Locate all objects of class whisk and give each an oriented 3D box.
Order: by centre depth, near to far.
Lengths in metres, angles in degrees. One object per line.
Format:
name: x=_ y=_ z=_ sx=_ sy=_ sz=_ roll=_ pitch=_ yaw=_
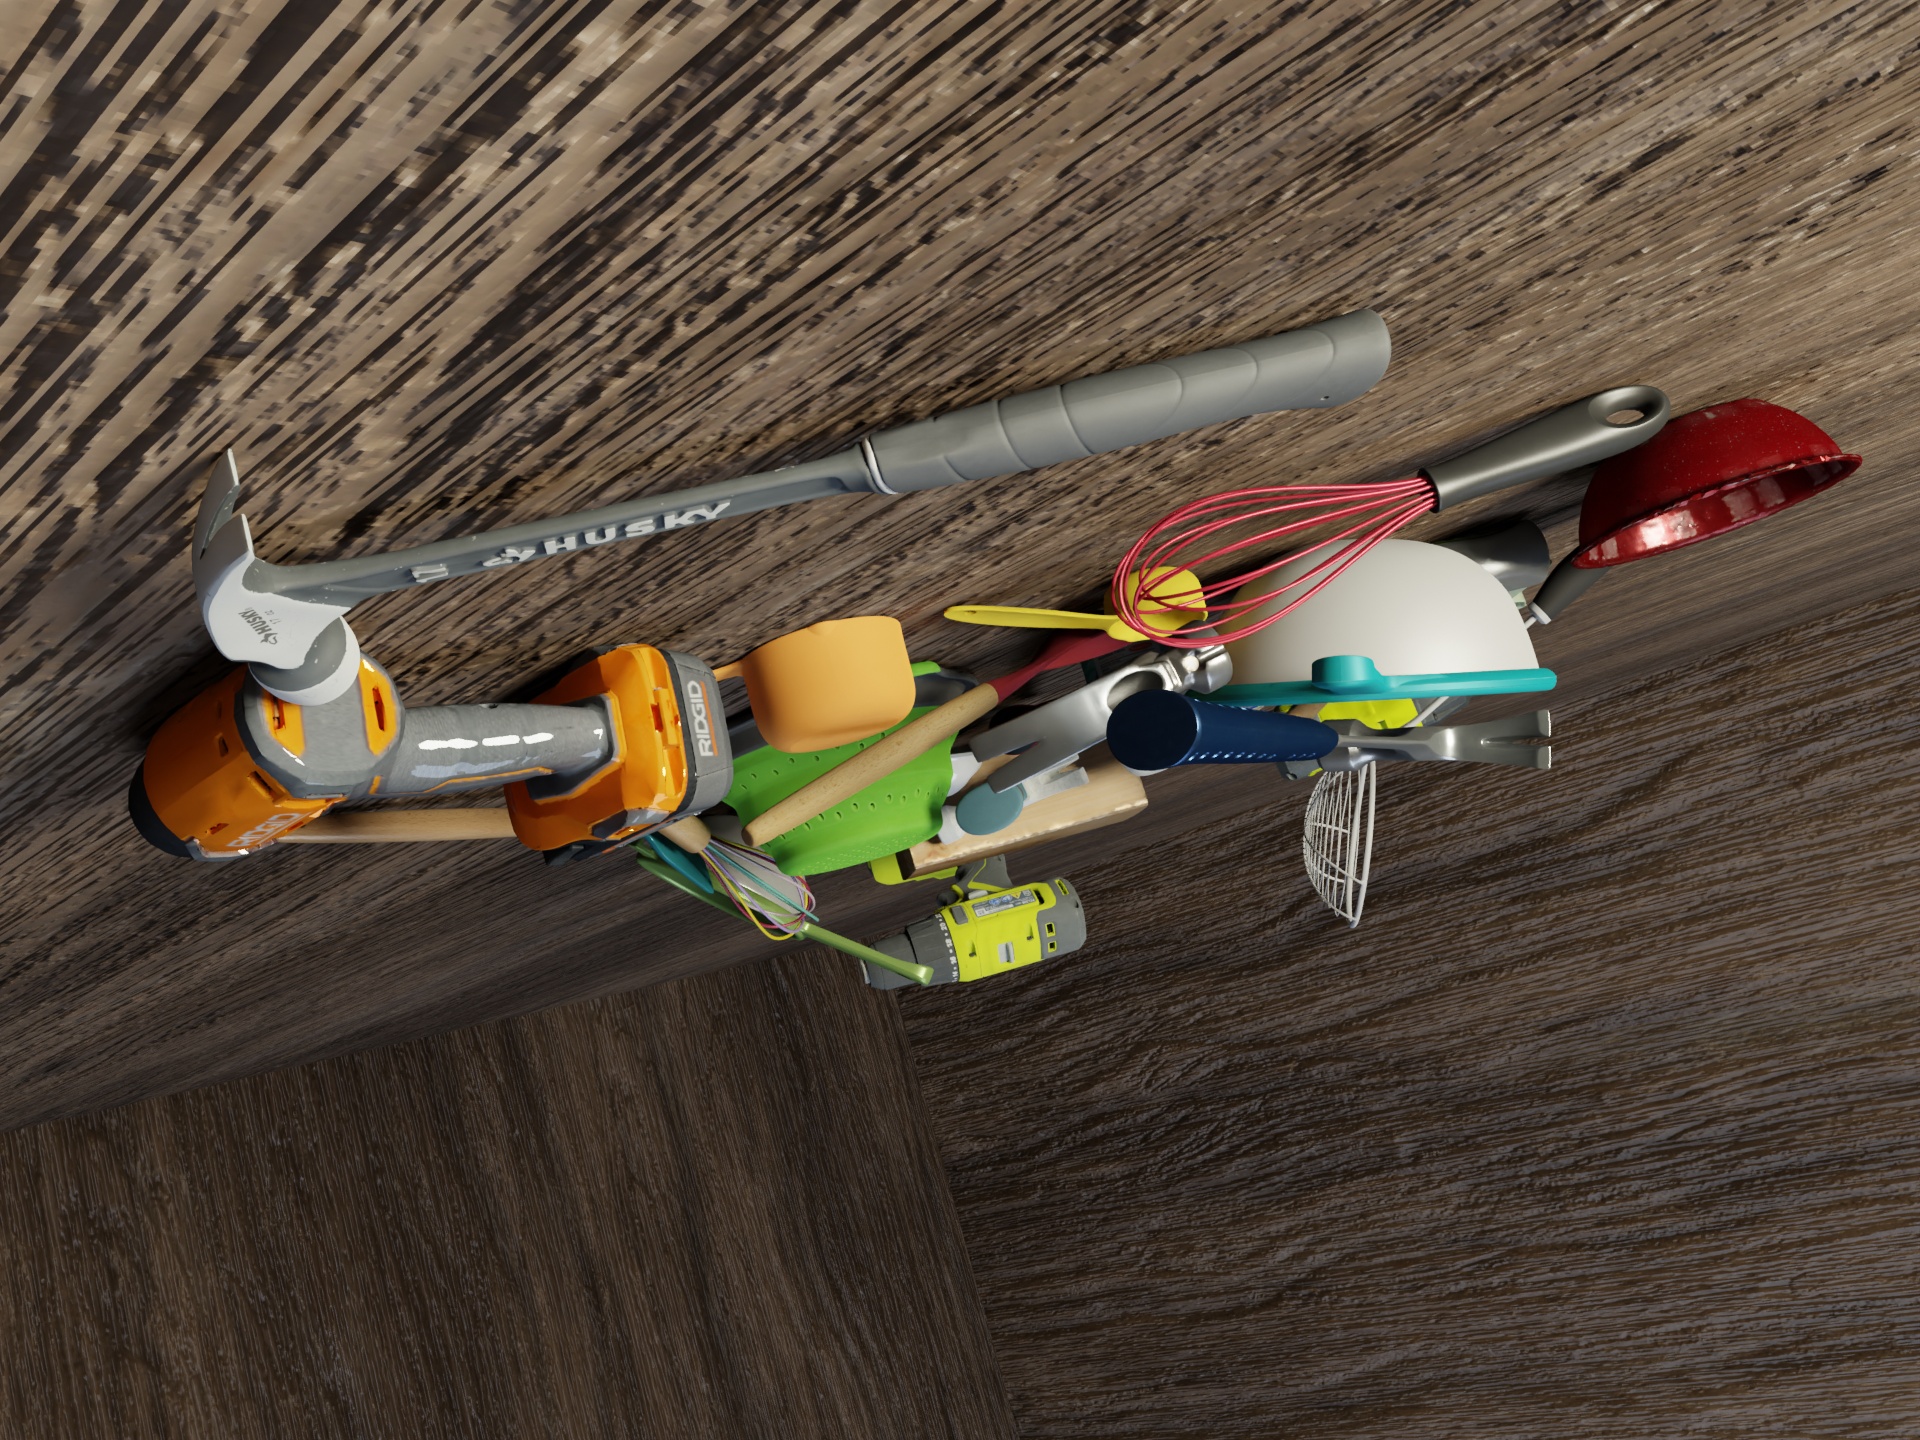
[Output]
whisk: x=0.213 y=-0.105 z=0.782 sx=0.296 sy=0.073 sz=0.073 roll=-21 pitch=171 yaw=-3
whisk: x=-0.164 y=0.091 z=1.065 sx=0.047 sy=0.051 sz=0.244 roll=-48 pitch=142 yaw=-3

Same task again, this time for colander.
colander: x=-0.093 y=0.062 z=1.106 sx=0.204 sy=0.094 sz=0.397 roll=-13 pitch=170 yaw=-16

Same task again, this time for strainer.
strainer: x=0.216 y=-0.058 z=0.870 sx=0.211 sy=0.095 sz=0.340 roll=-3 pitch=179 yaw=17
strainer: x=0.041 y=0.020 z=1.266 sx=0.258 sy=0.050 sz=0.087 roll=-15 pitch=-173 yaw=-28
strainer: x=-0.131 y=0.134 z=1.268 sx=0.256 sy=0.069 sz=0.151 roll=21 pitch=165 yaw=11

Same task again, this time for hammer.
hammer: x=-0.044 y=-0.085 z=0.534 sx=0.409 sy=0.036 sz=0.149 roll=-15 pitch=169 yaw=-12
hammer: x=0.192 y=0.009 z=0.819 sx=0.144 sy=0.035 sz=0.405 roll=-2 pitch=177 yaw=32
hammer: x=0.048 y=0.005 z=1.002 sx=0.143 sy=0.038 sz=0.386 roll=-27 pitch=180 yaw=-9
hammer: x=0.028 y=0.057 z=1.125 sx=0.128 sy=0.033 sz=0.331 roll=-25 pitch=177 yaw=3

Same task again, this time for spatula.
spatula: x=-0.276 y=0.070 z=0.987 sx=0.317 sy=0.082 sz=0.044 roll=3 pitch=144 yaw=-48

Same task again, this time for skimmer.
skimmer: x=0.367 y=-0.010 z=1.081 sx=0.363 sy=0.090 sz=0.127 roll=-45 pitch=180 yaw=15

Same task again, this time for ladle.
ladle: x=-0.001 y=-0.003 z=0.866 sx=0.315 sy=0.031 sz=0.069 roll=-30 pitch=180 yaw=-42

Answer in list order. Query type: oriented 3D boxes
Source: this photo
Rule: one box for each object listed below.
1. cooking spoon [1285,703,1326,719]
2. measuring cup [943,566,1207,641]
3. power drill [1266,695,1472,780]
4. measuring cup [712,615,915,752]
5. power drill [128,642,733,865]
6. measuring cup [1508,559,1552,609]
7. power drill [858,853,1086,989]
cooking spoon: x=0.282 y=-0.042 z=1.157 sx=0.069 sy=0.017 sz=0.319 roll=-27 pitch=-177 yaw=30
measuring cup: x=0.063 y=-0.067 z=0.872 sx=0.156 sy=0.029 sz=0.062 roll=1 pitch=164 yaw=-23
power drill: x=0.328 y=-0.019 z=1.254 sx=0.171 sy=0.080 sz=0.223 roll=-23 pitch=-178 yaw=14
measuring cup: x=-0.107 y=-0.004 z=0.826 sx=0.173 sy=0.052 sz=0.095 roll=-17 pitch=171 yaw=-10
power drill: x=-0.232 y=0.020 z=0.690 sx=0.164 sy=0.084 sz=0.226 roll=-23 pitch=164 yaw=39
measuring cup: x=0.382 y=-0.102 z=1.147 sx=0.083 sy=0.038 sz=0.167 roll=-15 pitch=168 yaw=-7
power drill: x=-0.013 y=0.150 z=1.411 sx=0.190 sy=0.080 sz=0.229 roll=-14 pitch=-150 yaw=-10
